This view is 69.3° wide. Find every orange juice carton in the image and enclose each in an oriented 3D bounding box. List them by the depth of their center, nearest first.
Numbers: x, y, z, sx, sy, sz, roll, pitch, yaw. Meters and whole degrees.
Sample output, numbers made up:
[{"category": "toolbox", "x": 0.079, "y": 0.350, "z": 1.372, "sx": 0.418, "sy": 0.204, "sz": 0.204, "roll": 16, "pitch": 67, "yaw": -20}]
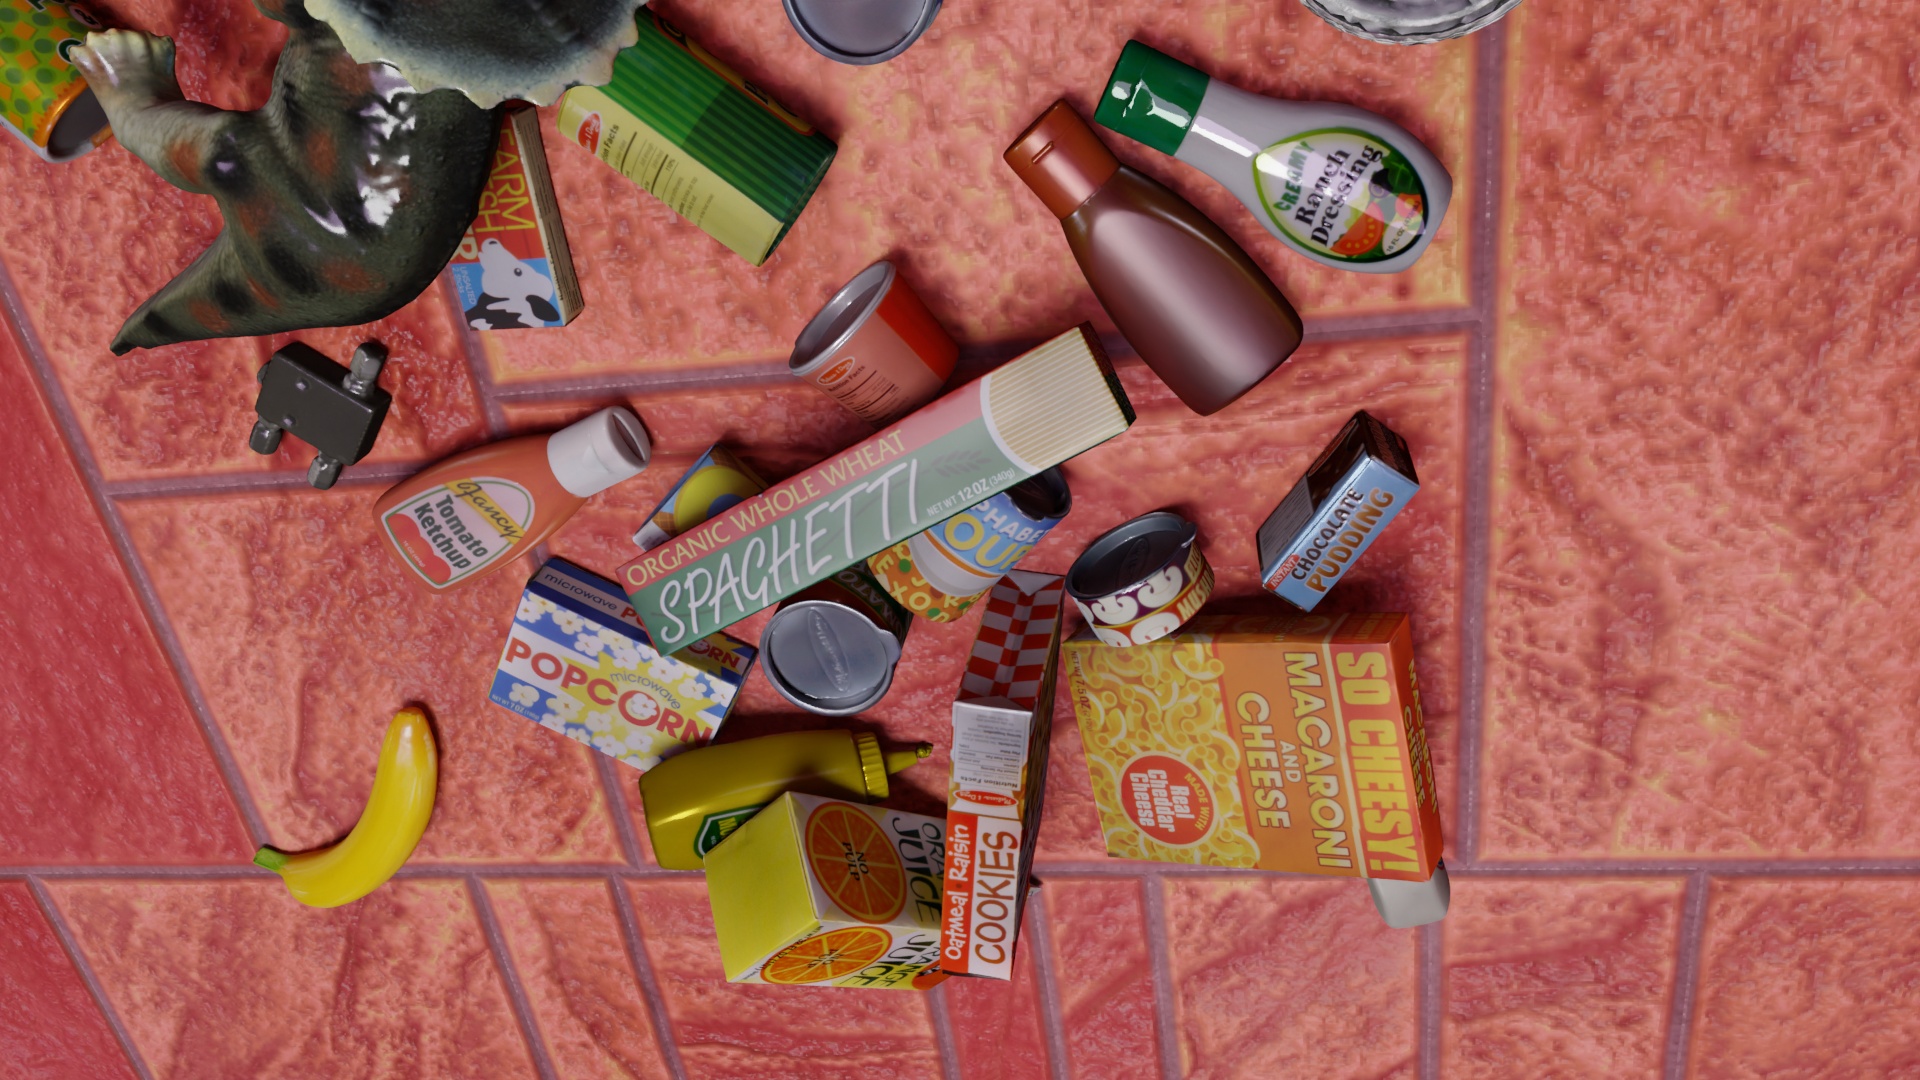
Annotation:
[{"category": "orange juice carton", "x": -0.040, "y": 0.197, "z": 0.760, "sx": 0.071, "sy": 0.073, "sz": 0.192, "roll": -40, "pitch": 142, "yaw": 26}]

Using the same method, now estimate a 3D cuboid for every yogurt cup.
[{"category": "yogurt cup", "x": -0.037, "y": -0.087, "z": 0.642, "sx": 0.072, "sy": 0.073, "sz": 0.054, "roll": -37, "pitch": 114, "yaw": 25}]

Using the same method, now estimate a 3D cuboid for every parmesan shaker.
[{"category": "parmesan shaker", "x": -0.114, "y": -0.175, "z": 0.608, "sx": 0.103, "sy": 0.072, "sz": 0.071, "roll": 34, "pitch": 118, "yaw": -10}]

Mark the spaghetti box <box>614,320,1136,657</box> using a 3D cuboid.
[{"category": "spaghetti box", "x": -0.043, "y": -0.019, "z": 0.624, "sx": 0.249, "sy": 0.029, "sz": 0.050, "roll": -26, "pitch": 94, "yaw": 16}]

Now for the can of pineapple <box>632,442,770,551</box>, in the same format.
[{"category": "can of pineapple", "x": -0.120, "y": -0.008, "z": 0.698, "sx": 0.058, "sy": 0.071, "sz": 0.070, "roll": 41, "pitch": 117, "yaw": -13}]

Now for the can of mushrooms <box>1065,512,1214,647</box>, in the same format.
[{"category": "can of mushrooms", "x": 0.089, "y": 0.018, "z": 0.672, "sx": 0.071, "sy": 0.071, "sz": 0.033, "roll": -24, "pitch": 112, "yaw": 21}]

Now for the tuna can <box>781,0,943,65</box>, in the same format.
[{"category": "tuna can", "x": -0.040, "y": -0.237, "z": 0.578, "sx": 0.071, "sy": 0.033, "sz": 0.070, "roll": 4, "pitch": 119, "yaw": 8}]

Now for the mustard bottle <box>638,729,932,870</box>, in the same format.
[{"category": "mustard bottle", "x": -0.091, "y": 0.134, "z": 0.759, "sx": 0.160, "sy": 0.049, "sz": 0.065, "roll": -13, "pitch": 137, "yaw": -11}]

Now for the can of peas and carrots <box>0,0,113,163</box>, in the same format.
[{"category": "can of peas and carrots", "x": -0.418, "y": -0.218, "z": 0.636, "sx": 0.058, "sy": 0.071, "sz": 0.070, "roll": 42, "pitch": 117, "yaw": -14}]

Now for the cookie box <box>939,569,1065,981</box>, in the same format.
[{"category": "cookie box", "x": 0.021, "y": 0.117, "z": 0.705, "sx": 0.040, "sy": 0.123, "sz": 0.166, "roll": 7, "pitch": 119, "yaw": 8}]

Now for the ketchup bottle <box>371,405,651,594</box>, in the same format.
[{"category": "ketchup bottle", "x": -0.230, "y": -0.025, "z": 0.719, "sx": 0.148, "sy": 0.044, "sz": 0.064, "roll": -23, "pitch": 112, "yaw": 20}]

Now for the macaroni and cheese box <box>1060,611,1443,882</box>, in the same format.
[{"category": "macaroni and cheese box", "x": 0.142, "y": 0.098, "z": 0.682, "sx": 0.166, "sy": 0.040, "sz": 0.123, "roll": -4, "pitch": 107, "yaw": 33}]

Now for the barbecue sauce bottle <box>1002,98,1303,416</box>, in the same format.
[{"category": "barbecue sauce bottle", "x": 0.081, "y": -0.126, "z": 0.610, "sx": 0.064, "sy": 0.044, "sz": 0.148, "roll": -39, "pitch": 105, "yaw": 25}]

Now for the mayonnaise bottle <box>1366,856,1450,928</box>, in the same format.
[{"category": "mayonnaise bottle", "x": 0.213, "y": 0.123, "z": 0.712, "sx": 0.041, "sy": 0.065, "sz": 0.147, "roll": -16, "pitch": 110, "yaw": 16}]

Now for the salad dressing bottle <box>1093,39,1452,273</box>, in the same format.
[{"category": "salad dressing bottle", "x": 0.129, "y": -0.162, "z": 0.582, "sx": 0.148, "sy": 0.044, "sz": 0.064, "roll": 24, "pitch": 120, "yaw": -3}]

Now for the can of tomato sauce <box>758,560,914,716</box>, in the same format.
[{"category": "can of tomato sauce", "x": -0.056, "y": 0.037, "z": 0.699, "sx": 0.071, "sy": 0.083, "sz": 0.070, "roll": 4, "pitch": 119, "yaw": 8}]

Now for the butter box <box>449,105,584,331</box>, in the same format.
[{"category": "butter box", "x": -0.219, "y": -0.152, "z": 0.660, "sx": 0.053, "sy": 0.024, "sz": 0.103, "roll": -2, "pitch": 118, "yaw": 10}]

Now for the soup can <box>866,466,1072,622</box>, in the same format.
[{"category": "soup can", "x": 0.002, "y": -0.008, "z": 0.671, "sx": 0.071, "sy": 0.072, "sz": 0.083, "roll": 38, "pitch": 118, "yaw": -11}]

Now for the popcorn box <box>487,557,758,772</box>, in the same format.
[{"category": "popcorn box", "x": -0.187, "y": 0.074, "z": 0.768, "sx": 0.127, "sy": 0.038, "sz": 0.084, "roll": 26, "pitch": 119, "yaw": -4}]

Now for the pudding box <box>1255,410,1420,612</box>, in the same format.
[{"category": "pudding box", "x": 0.175, "y": -0.013, "z": 0.650, "sx": 0.030, "sy": 0.050, "sz": 0.083, "roll": 30, "pitch": 119, "yaw": -8}]
